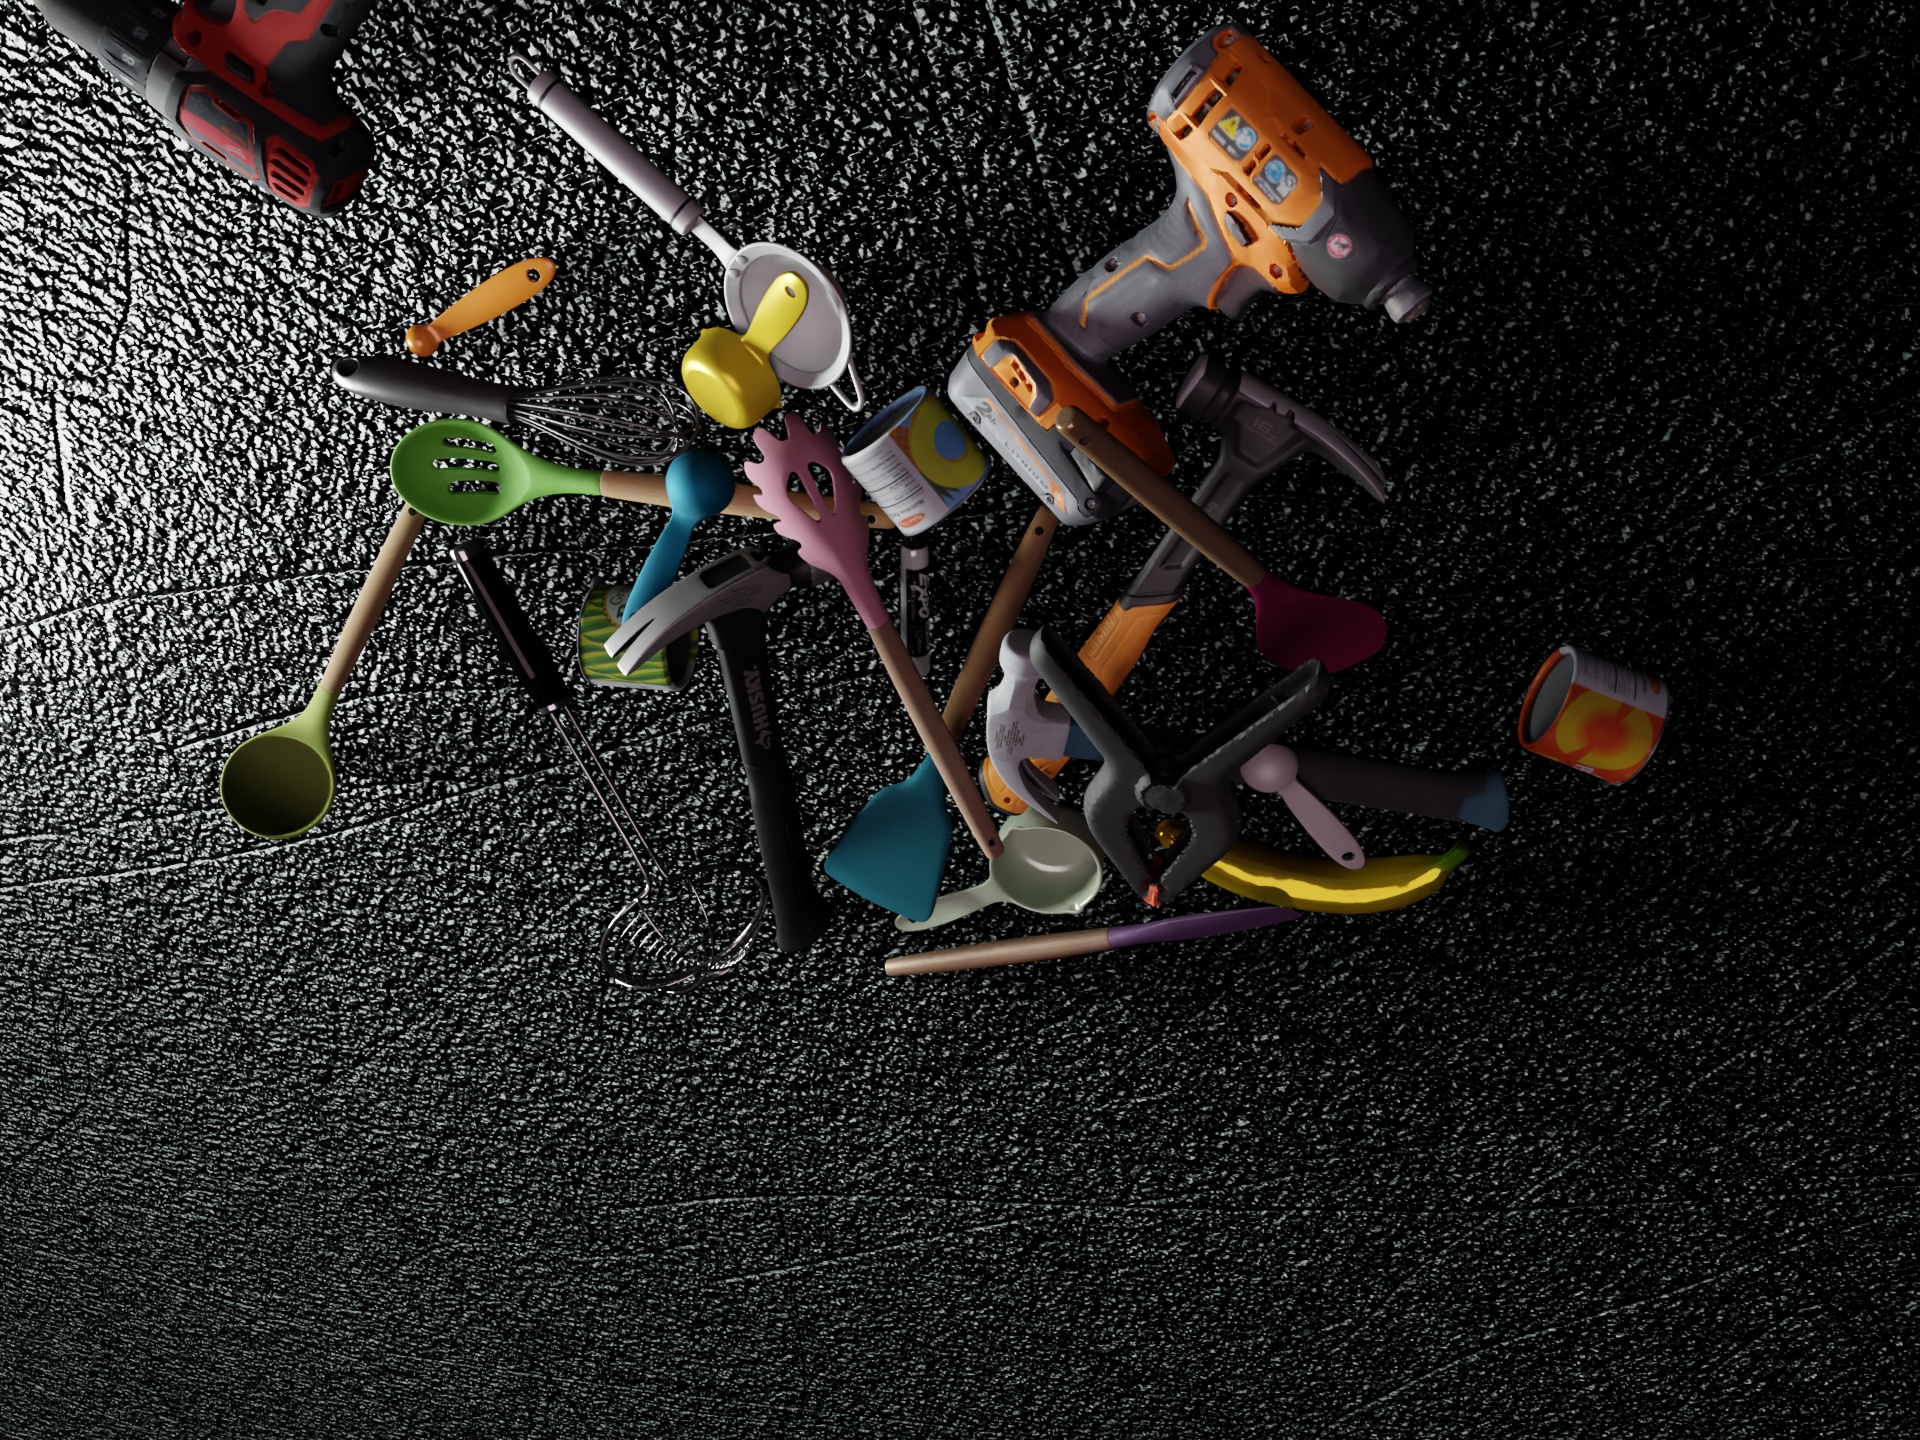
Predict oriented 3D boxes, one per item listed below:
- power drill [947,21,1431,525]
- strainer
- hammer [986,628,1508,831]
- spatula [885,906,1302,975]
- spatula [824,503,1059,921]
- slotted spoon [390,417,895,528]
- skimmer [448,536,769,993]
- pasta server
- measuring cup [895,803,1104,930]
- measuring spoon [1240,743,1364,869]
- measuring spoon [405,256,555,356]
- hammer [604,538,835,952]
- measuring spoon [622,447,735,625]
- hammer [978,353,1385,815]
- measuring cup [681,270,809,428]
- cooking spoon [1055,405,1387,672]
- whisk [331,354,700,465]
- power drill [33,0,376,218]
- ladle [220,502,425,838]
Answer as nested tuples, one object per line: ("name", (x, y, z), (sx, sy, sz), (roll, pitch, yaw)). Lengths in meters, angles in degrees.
("power drill", (0.115, -0.203, 0.797), (0.164, 0.084, 0.226), (49, 124, 7))
("strainer", (-0.140, -0.269, 0.861), (0.258, 0.050, 0.087), (41, 144, -10))
("hammer", (0.177, 0.025, 0.975), (0.331, 0.033, 0.128), (9, 132, -4))
("spatula", (0.084, 0.155, 1.112), (0.316, 0.018, 0.059), (-12, 159, 27))
("spatula", (-0.002, -0.003, 1.018), (0.082, 0.044, 0.317), (27, 126, 5))
("slotted spoon", (-0.193, -0.141, 0.974), (0.314, 0.031, 0.070), (7, 119, 6))
("skimmer", (-0.252, 0.037, 1.105), (0.127, 0.090, 0.363), (-29, 107, -9))
("pasta server", (-0.041, -0.041, 0.973), (0.060, 0.040, 0.316), (-29, 118, -4))
("measuring cup", (0.024, 0.107, 1.097), (0.167, 0.038, 0.083), (-24, 117, 29))
("measuring spoon", (0.213, 0.059, 0.967), (0.034, 0.018, 0.124), (-31, 123, 26))
("measuring spoon", (-0.282, -0.241, 0.931), (0.117, 0.011, 0.021), (-20, 119, 25))
("hammer", (-0.132, 0.037, 1.051), (0.146, 0.035, 0.334), (-24, 135, -20))
("measuring spoon", (-0.176, -0.103, 0.955), (0.042, 0.021, 0.128), (27, 103, -2))
("hammer", (0.110, -0.055, 0.961), (0.127, 0.034, 0.336), (29, 127, -7))
("measuring cup", (-0.115, -0.200, 0.860), (0.062, 0.029, 0.156), (44, 158, -9))
("cooking spoon", (0.144, -0.089, 0.849), (0.069, 0.017, 0.318), (-27, 146, 28))
("whisk", (-0.266, -0.191, 0.945), (0.239, 0.055, 0.055), (12, 127, 10))
("power drill", (-0.365, -0.391, 0.805), (0.187, 0.080, 0.226), (34, 129, -11))
("ladle", (-0.427, -0.035, 1.089), (0.078, 0.062, 0.320), (31, 124, -13))
